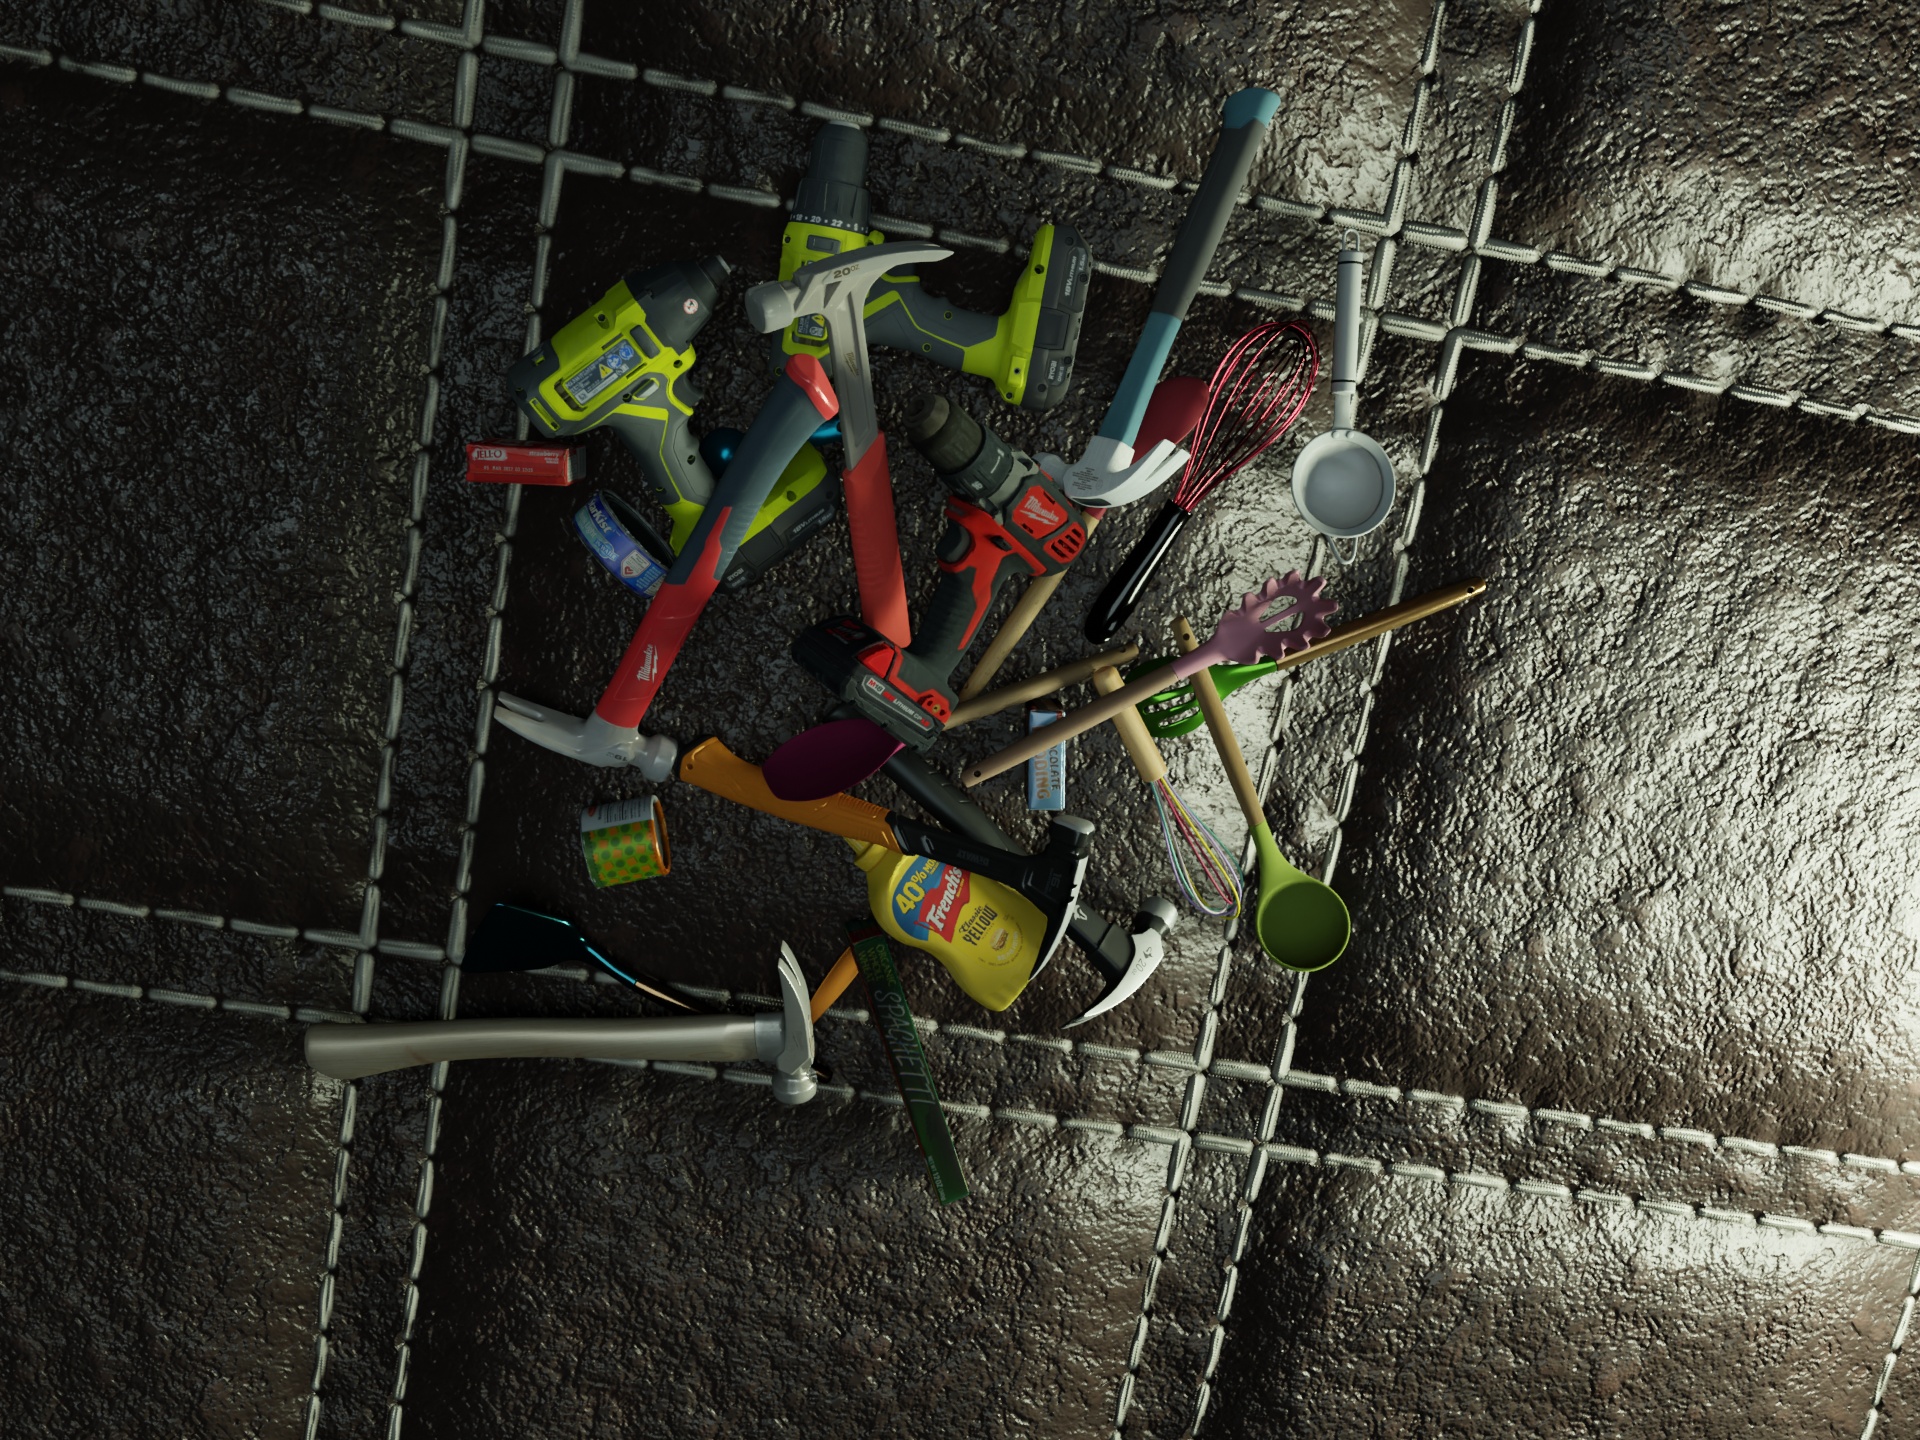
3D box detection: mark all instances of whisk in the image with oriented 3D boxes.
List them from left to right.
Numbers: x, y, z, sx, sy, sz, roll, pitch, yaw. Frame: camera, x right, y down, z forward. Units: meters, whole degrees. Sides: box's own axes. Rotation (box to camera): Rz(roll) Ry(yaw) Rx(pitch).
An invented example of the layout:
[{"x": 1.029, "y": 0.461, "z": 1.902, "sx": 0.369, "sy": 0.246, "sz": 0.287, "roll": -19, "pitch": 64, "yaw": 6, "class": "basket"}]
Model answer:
[{"x": 0.170, "y": 0.062, "z": 1.289, "sx": 0.051, "sy": 0.047, "sz": 0.244, "roll": -28, "pitch": 107, "yaw": 0, "class": "whisk"}, {"x": 0.182, "y": -0.184, "z": 1.241, "sx": 0.073, "sy": 0.073, "sz": 0.296, "roll": 31, "pitch": 104, "yaw": -10, "class": "whisk"}]

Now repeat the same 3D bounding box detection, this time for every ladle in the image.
[{"x": 0.089, "y": -0.140, "z": 1.250, "sx": 0.031, "sy": 0.069, "sz": 0.315, "roll": 25, "pitch": 107, "yaw": -35, "class": "ladle"}, {"x": 0.234, "y": 0.062, "z": 1.280, "sx": 0.078, "sy": 0.062, "sz": 0.320, "roll": -26, "pitch": 108, "yaw": -5, "class": "ladle"}]

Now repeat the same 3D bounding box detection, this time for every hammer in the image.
[{"x": -0.325, "y": 0.249, "z": 1.285, "sx": 0.410, "sy": 0.038, "sz": 0.146, "roll": -2, "pitch": 120, "yaw": 2, "class": "hammer"}, {"x": -0.207, "y": -0.109, "z": 1.148, "sx": 0.143, "sy": 0.038, "sz": 0.386, "roll": 21, "pitch": 126, "yaw": -21, "class": "hammer"}, {"x": -0.070, "y": 0.088, "z": 1.235, "sx": 0.337, "sy": 0.034, "sz": 0.127, "roll": 18, "pitch": 103, "yaw": 14, "class": "hammer"}, {"x": -0.059, "y": -0.167, "z": 1.177, "sx": 0.149, "sy": 0.037, "sz": 0.358, "roll": -22, "pitch": 127, "yaw": -22, "class": "hammer"}, {"x": 0.022, "y": 0.102, "z": 1.274, "sx": 0.334, "sy": 0.146, "sz": 0.035, "roll": 42, "pitch": 140, "yaw": -4, "class": "hammer"}, {"x": 0.158, "y": -0.317, "z": 1.198, "sx": 0.033, "sy": 0.128, "sz": 0.331, "roll": 20, "pitch": 94, "yaw": -45, "class": "hammer"}]

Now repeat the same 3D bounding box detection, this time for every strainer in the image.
[{"x": 0.299, "y": -0.252, "z": 1.243, "sx": 0.087, "sy": 0.050, "sz": 0.258, "roll": 1, "pitch": 96, "yaw": -10, "class": "strainer"}]

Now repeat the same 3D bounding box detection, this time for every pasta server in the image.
[{"x": 0.140, "y": -0.025, "z": 1.226, "sx": 0.316, "sy": 0.040, "sz": 0.060, "roll": -27, "pitch": 89, "yaw": 6, "class": "pasta server"}]

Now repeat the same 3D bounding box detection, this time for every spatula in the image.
[{"x": -0.248, "y": 0.234, "z": 1.308, "sx": 0.317, "sy": 0.044, "sz": 0.082, "roll": 28, "pitch": 118, "yaw": -11, "class": "spatula"}]

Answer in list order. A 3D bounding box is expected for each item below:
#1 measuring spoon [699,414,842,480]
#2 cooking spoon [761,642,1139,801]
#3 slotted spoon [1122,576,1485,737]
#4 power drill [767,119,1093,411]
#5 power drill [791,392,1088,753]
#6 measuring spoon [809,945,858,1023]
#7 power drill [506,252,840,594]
[{"x": -0.140, "y": -0.215, "z": 1.229, "sx": 0.128, "sy": 0.021, "sz": 0.042, "roll": -14, "pitch": 103, "yaw": 0, "class": "measuring spoon"}, {"x": -0.002, "y": -0.004, "z": 1.246, "sx": 0.319, "sy": 0.069, "sz": 0.017, "roll": -20, "pitch": 141, "yaw": -15, "class": "cooking spoon"}, {"x": 0.278, "y": -0.058, "z": 1.290, "sx": 0.314, "sy": 0.031, "sz": 0.070, "roll": -20, "pitch": 108, "yaw": -1, "class": "slotted spoon"}, {"x": -0.022, "y": -0.331, "z": 1.186, "sx": 0.228, "sy": 0.080, "sz": 0.190, "roll": 10, "pitch": 102, "yaw": -3, "class": "power drill"}, {"x": -0.023, "y": -0.110, "z": 1.161, "sx": 0.227, "sy": 0.080, "sz": 0.187, "roll": -53, "pitch": 133, "yaw": -1, "class": "power drill"}, {"x": -0.109, "y": 0.224, "z": 1.334, "sx": 0.021, "sy": 0.011, "sz": 0.117, "roll": 36, "pitch": 94, "yaw": -16, "class": "measuring spoon"}, {"x": -0.191, "y": -0.214, "z": 1.151, "sx": 0.171, "sy": 0.080, "sz": 0.223, "roll": -36, "pitch": 129, "yaw": 3, "class": "power drill"}]
